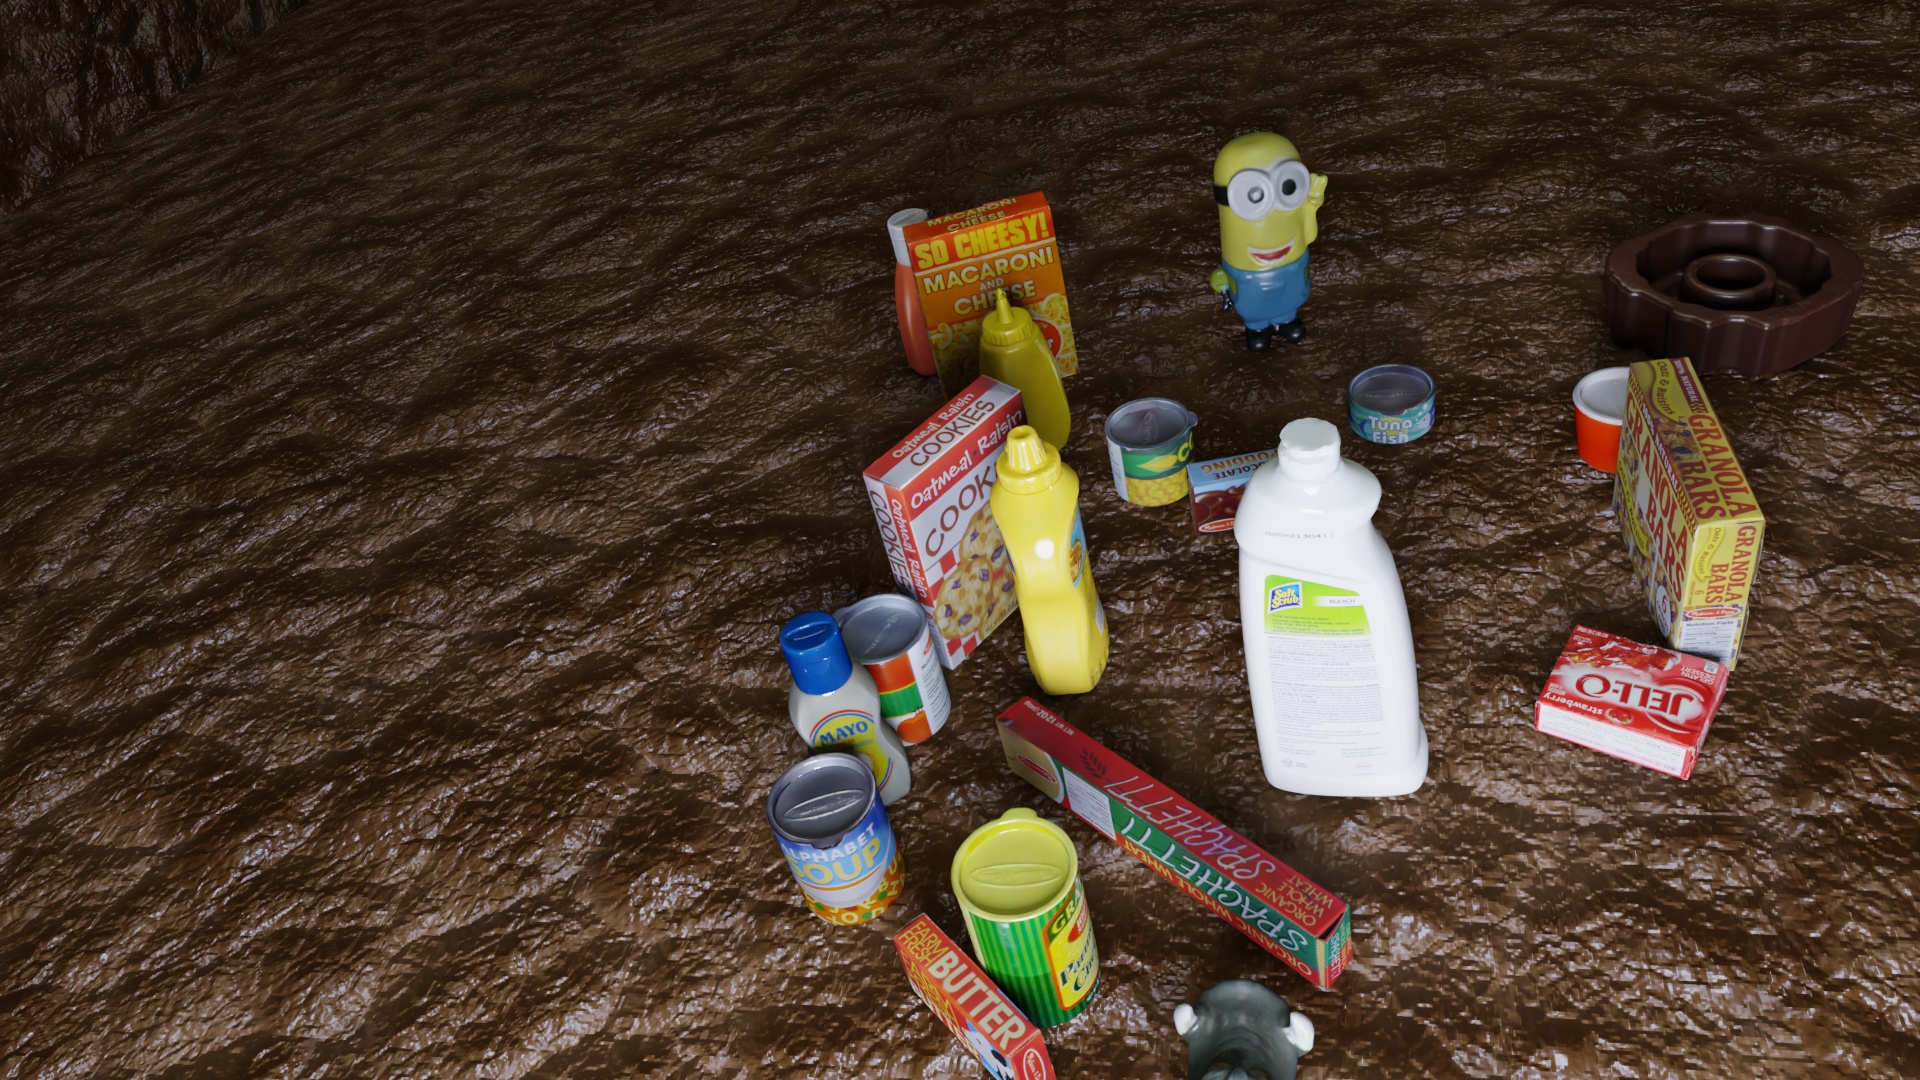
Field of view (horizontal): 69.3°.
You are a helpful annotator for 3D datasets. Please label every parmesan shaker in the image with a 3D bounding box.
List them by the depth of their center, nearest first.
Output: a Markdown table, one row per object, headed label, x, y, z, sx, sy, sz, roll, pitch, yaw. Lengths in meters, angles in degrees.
| label | x | y | z | sx | sy | sz | roll | pitch | yaw |
| --- | --- | --- | --- | --- | --- | --- | --- | --- | --- |
| parmesan shaker | 0.038 | 0.204 | 0.749 | 0.071 | 0.102 | 0.072 | -9 | 39 | 7 |

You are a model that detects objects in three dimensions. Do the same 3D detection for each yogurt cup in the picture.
| label | x | y | z | sx | sy | sz | roll | pitch | yaw |
| --- | --- | --- | --- | --- | --- | --- | --- | --- | --- |
| yogurt cup | 0.476 | -0.085 | 1.001 | 0.072 | 0.053 | 0.073 | -9 | 39 | 7 |

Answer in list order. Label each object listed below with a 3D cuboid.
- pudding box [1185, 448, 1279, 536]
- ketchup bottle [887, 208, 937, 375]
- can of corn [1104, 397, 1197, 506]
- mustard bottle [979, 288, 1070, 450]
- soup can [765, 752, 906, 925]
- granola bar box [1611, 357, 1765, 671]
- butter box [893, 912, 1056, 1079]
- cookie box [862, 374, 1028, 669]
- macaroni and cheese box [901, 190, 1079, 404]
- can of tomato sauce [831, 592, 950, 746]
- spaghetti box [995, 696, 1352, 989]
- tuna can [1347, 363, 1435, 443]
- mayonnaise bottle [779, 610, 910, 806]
| label | x | y | z | sx | sy | sz | roll | pitch | yaw |
| --- | --- | --- | --- | --- | --- | --- | --- | --- | --- |
| pudding box | 0.211 | -0.037 | 1.029 | 0.084 | 0.049 | 0.030 | -11 | 39 | 5 |
| ketchup bottle | -0.031 | -0.224 | 1.251 | 0.065 | 0.148 | 0.043 | -31 | 42 | -20 |
| can of corn | 0.151 | -0.069 | 1.079 | 0.071 | 0.058 | 0.071 | -9 | 39 | 7 |
| mustard bottle | 0.046 | -0.136 | 1.111 | 0.065 | 0.159 | 0.049 | -30 | 41 | -18 |
| soup can | -0.072 | 0.181 | 0.827 | 0.071 | 0.083 | 0.072 | -9 | 39 | 7 |
| granola bar box | 0.453 | -0.018 | 0.872 | 0.039 | 0.123 | 0.166 | -4 | 40 | 13 |
| butter box | 0.006 | 0.250 | 0.743 | 0.024 | 0.053 | 0.104 | -34 | 43 | -22 |
| cookie box | 0.003 | -0.012 | 0.970 | 0.040 | 0.166 | 0.123 | 23 | 52 | 37 |
| macaroni and cheese box | 0.028 | -0.206 | 1.197 | 0.124 | 0.165 | 0.040 | -15 | 39 | -1 |
| can of tomato sauce | -0.048 | 0.087 | 0.933 | 0.071 | 0.082 | 0.071 | -9 | 39 | 7 |
| spaghetti box | 0.118 | 0.169 | 0.809 | 0.029 | 0.050 | 0.250 | -37 | 44 | -25 |
| tuna can | 0.337 | -0.106 | 1.086 | 0.071 | 0.032 | 0.071 | -9 | 39 | 7 |
| mayonnaise bottle | -0.076 | 0.109 | 0.864 | 0.065 | 0.147 | 0.041 | -18 | 39 | -4 |
